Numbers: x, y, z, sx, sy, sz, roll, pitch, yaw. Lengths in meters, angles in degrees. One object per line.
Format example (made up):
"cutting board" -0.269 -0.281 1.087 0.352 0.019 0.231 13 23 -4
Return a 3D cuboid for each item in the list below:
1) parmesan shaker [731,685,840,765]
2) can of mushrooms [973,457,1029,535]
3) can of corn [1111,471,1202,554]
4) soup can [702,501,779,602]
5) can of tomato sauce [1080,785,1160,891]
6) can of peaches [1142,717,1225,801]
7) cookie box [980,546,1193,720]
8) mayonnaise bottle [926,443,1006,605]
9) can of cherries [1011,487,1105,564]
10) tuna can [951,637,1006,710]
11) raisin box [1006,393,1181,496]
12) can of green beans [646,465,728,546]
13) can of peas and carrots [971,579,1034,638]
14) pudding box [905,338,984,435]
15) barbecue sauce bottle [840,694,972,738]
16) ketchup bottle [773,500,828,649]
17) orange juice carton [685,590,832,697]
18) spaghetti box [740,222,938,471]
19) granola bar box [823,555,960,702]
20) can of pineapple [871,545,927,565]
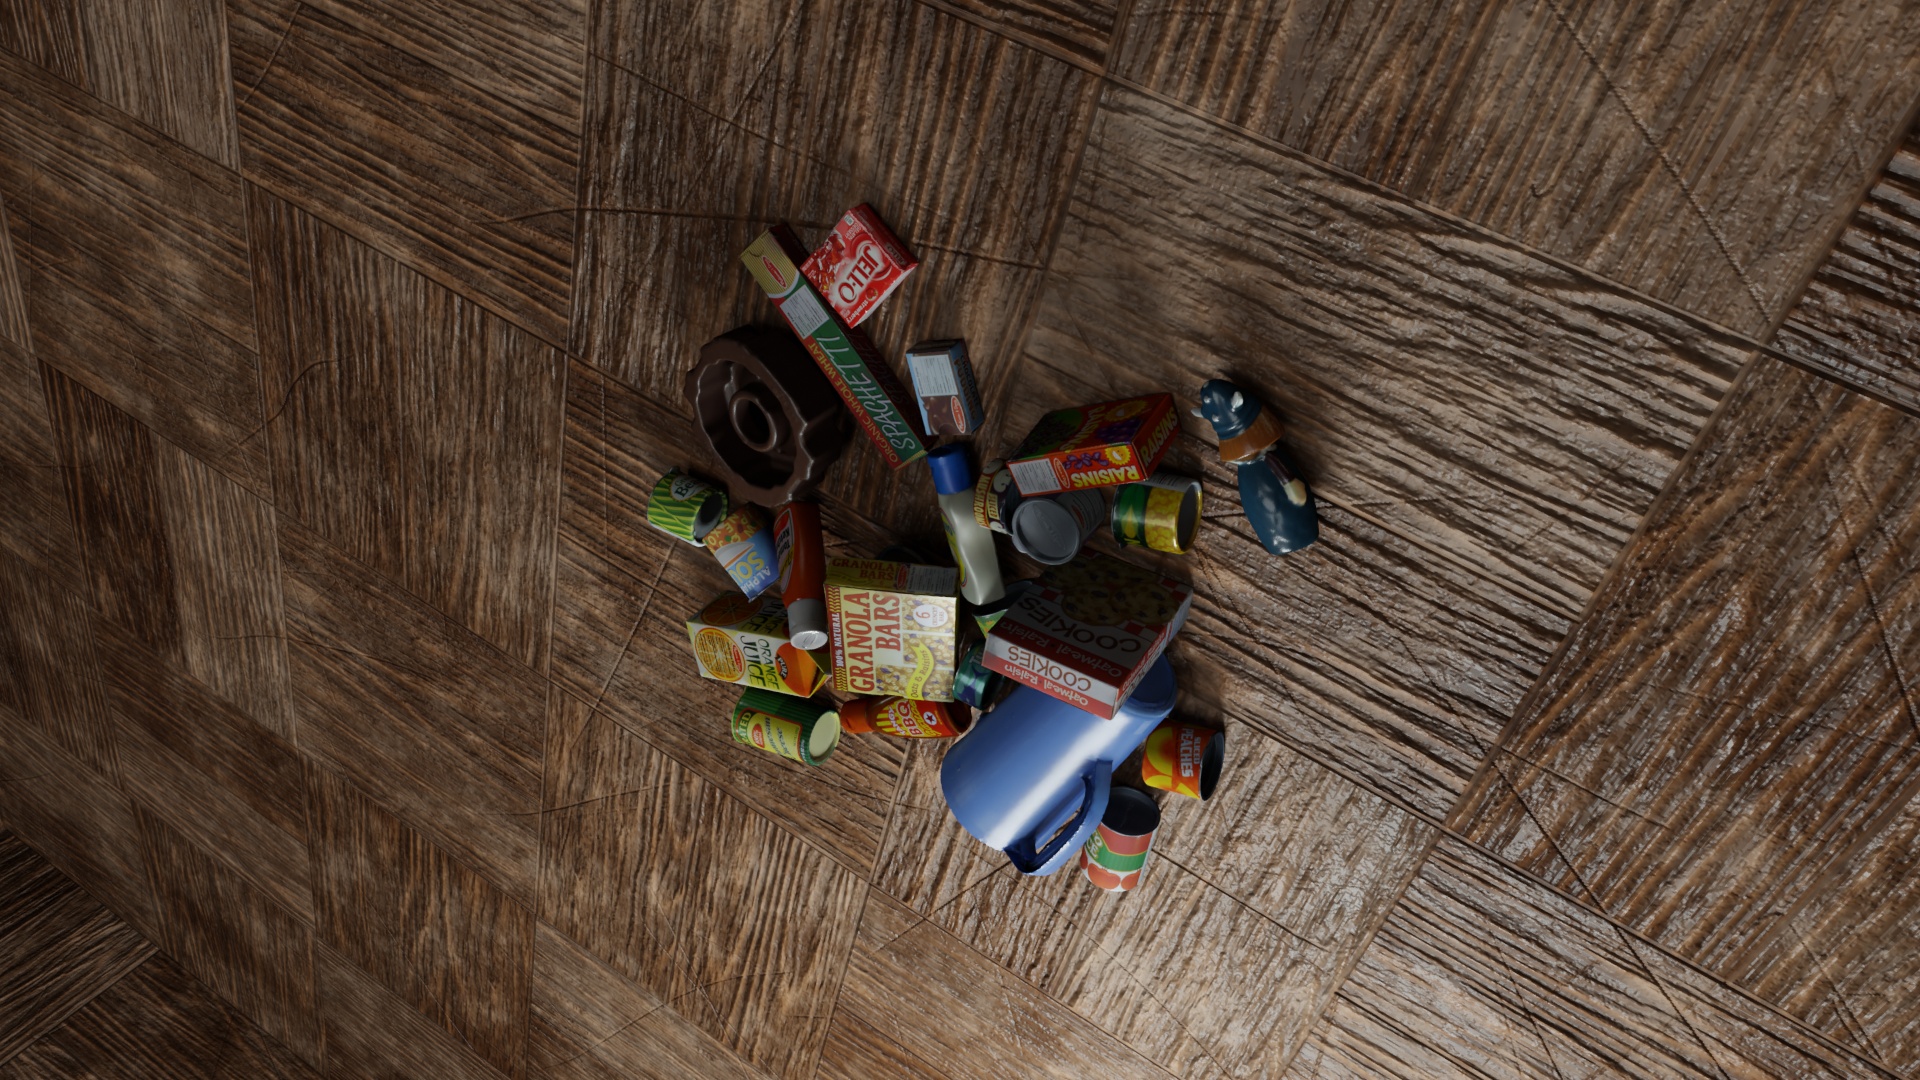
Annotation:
"parmesan shaker" -0.194 0.204 1.548 0.103 0.072 0.071 12 123 27
"can of mushrooms" 0.040 -0.039 1.249 0.033 0.071 0.070 16 125 26
"can of corn" 0.167 -0.022 1.179 0.058 0.071 0.070 11 122 27
"soup can" -0.220 0.012 1.447 0.084 0.072 0.071 51 131 -3
"can of tomato sauce" 0.155 0.295 1.375 0.071 0.071 0.082 23 128 20
"can of peaches" 0.206 0.201 1.286 0.058 0.071 0.071 11 122 28
"cookie box" 0.112 0.076 1.206 0.123 0.168 0.040 22 127 21
"mayonnaise bottle" 0.005 -0.016 1.294 0.065 0.041 0.147 -135 27 -68
"can of cherries" 0.086 -0.020 1.239 0.071 0.059 0.071 16 125 24
"tuna can" 0.022 0.130 1.364 0.033 0.071 0.070 24 127 18
"raisin box" 0.112 -0.081 1.167 0.123 0.086 0.040 -6 119 36
"can of green beans" -0.287 -0.034 1.467 0.058 0.071 0.071 23 127 19
"can of peas and carrots" 0.054 0.079 1.311 0.071 0.071 0.058 -16 108 38
"pudding box" -0.014 -0.138 1.253 0.049 0.030 0.083 0 116 32
"barbecue sauce bottle" -0.061 0.180 1.462 0.148 0.044 0.064 -11 112 37
"ketchup bottle" -0.156 0.036 1.379 0.043 0.149 0.064 8 142 -25
"orange juice carton" -0.192 0.112 1.488 0.192 0.072 0.072 7 120 30
"spaghetti box" -0.112 -0.178 1.292 0.050 0.029 0.250 -31 98 41
"granola bar box" -0.064 0.088 1.337 0.124 0.039 0.164 6 137 4
"can of pineapple" -0.070 0.047 1.372 0.071 0.071 0.057 47 131 0
